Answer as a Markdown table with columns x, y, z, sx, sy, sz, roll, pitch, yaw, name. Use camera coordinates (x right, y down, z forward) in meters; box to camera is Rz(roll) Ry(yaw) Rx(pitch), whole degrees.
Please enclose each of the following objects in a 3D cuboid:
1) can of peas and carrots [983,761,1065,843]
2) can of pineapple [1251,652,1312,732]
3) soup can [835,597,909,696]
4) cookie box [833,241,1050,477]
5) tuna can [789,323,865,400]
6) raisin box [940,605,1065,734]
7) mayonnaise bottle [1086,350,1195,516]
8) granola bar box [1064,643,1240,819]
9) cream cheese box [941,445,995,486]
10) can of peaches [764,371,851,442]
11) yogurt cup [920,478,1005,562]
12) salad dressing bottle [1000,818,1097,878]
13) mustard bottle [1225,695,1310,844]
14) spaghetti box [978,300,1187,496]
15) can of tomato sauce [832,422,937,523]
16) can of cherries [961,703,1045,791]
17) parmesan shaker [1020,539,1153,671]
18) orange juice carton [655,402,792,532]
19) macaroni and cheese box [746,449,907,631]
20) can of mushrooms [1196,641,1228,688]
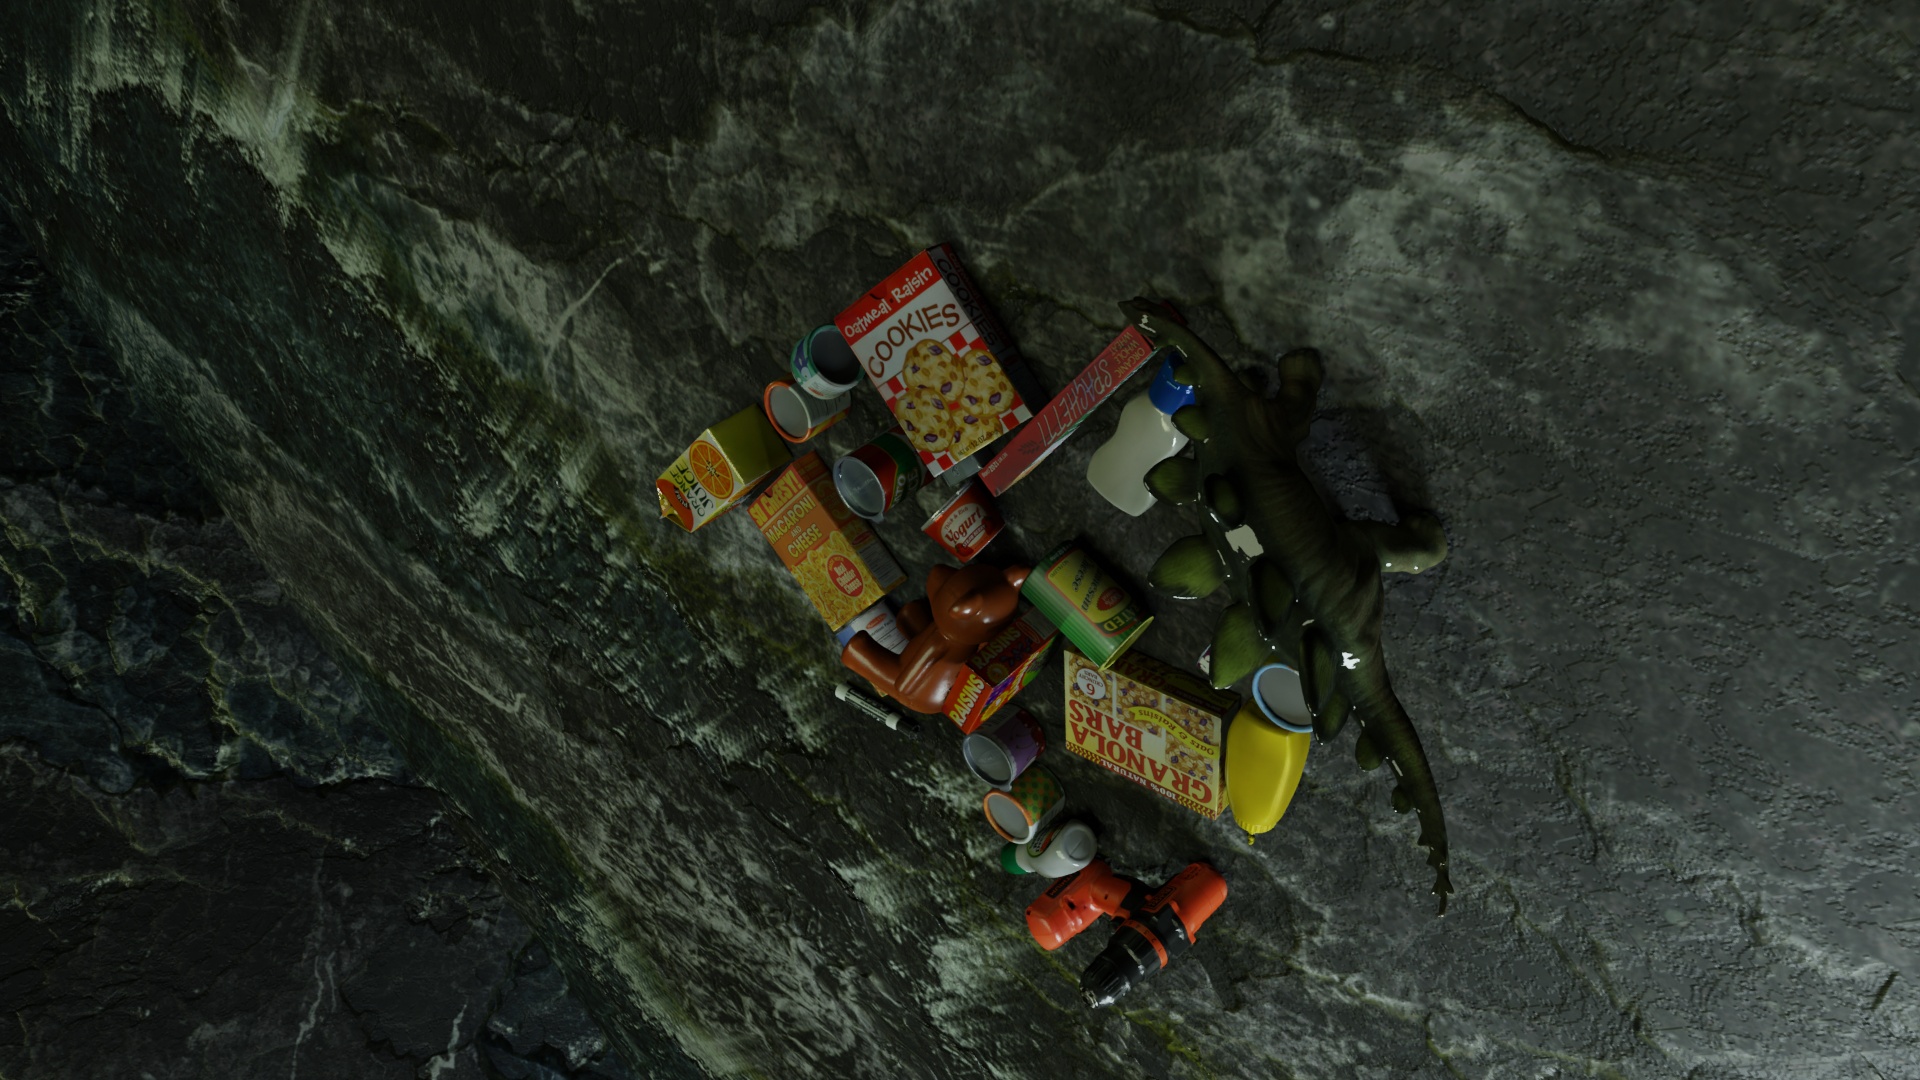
| x | y | z | sx | sy | sz | roll | pitch | yaw | name |
| --- | --- | --- | --- | --- | --- | --- | --- | --- | --- |
| 0.064 | 0.270 | 1.444 | 0.071 | 0.059 | 0.070 | 26 | 133 | 31 | can of peas and carrots |
| 0.274 | 0.112 | 1.110 | 0.071 | 0.058 | 0.070 | 26 | 134 | 31 | can of pineapple |
| -0.083 | 0.114 | 1.475 | 0.084 | 0.072 | 0.071 | 54 | 142 | 0 | soup can |
| -0.018 | -0.155 | 1.206 | 0.122 | 0.040 | 0.167 | -30 | 94 | 37 | cookie box |
| -0.124 | -0.171 | 1.308 | 0.032 | 0.071 | 0.071 | -25 | 98 | 50 | tuna can |
| 0.043 | 0.116 | 1.299 | 0.040 | 0.124 | 0.085 | 42 | 141 | 14 | raisin box |
| 0.153 | -0.087 | 1.104 | 0.065 | 0.041 | 0.147 | 41 | 139 | 14 | mayonnaise bottle |
| 0.173 | 0.168 | 1.271 | 0.166 | 0.039 | 0.123 | 22 | 131 | 34 | granola bar box |
| -0.017 | -0.104 | 1.278 | 0.053 | 0.024 | 0.103 | -30 | 94 | 50 | cream cheese box |
| -0.152 | -0.136 | 1.366 | 0.071 | 0.058 | 0.071 | 26 | 133 | 31 | can of peaches |
| 0.005 | -0.016 | 1.291 | 0.054 | 0.073 | 0.072 | 46 | 142 | -2 | yogurt cup |
| 0.089 | 0.328 | 1.462 | 0.044 | 0.064 | 0.147 | 46 | 150 | -5 | salad dressing bottle |
| 0.260 | 0.205 | 1.202 | 0.065 | 0.049 | 0.159 | 28 | 135 | 30 | mustard bottle |
| 0.095 | -0.111 | 1.137 | 0.028 | 0.050 | 0.249 | 51 | 141 | 3 | spaghetti box |
| -0.067 | -0.066 | 1.310 | 0.071 | 0.083 | 0.070 | 26 | 134 | 31 | can of tomato sauce |
| 0.045 | 0.212 | 1.420 | 0.071 | 0.059 | 0.071 | 25 | 133 | 31 | can of cherries |
| 0.109 | 0.058 | 1.229 | 0.103 | 0.071 | 0.071 | 44 | 141 | 13 | parmesan shaker |
| -0.269 | -0.071 | 1.524 | 0.073 | 0.072 | 0.192 | 56 | 141 | -1 | orange juice carton |
| -0.145 | 0.003 | 1.476 | 0.166 | 0.040 | 0.123 | 54 | 141 | 1 | macaroni and cheese box |
| 0.226 | 0.085 | 1.133 | 0.033 | 0.071 | 0.070 | 41 | 140 | 15 | can of mushrooms |
